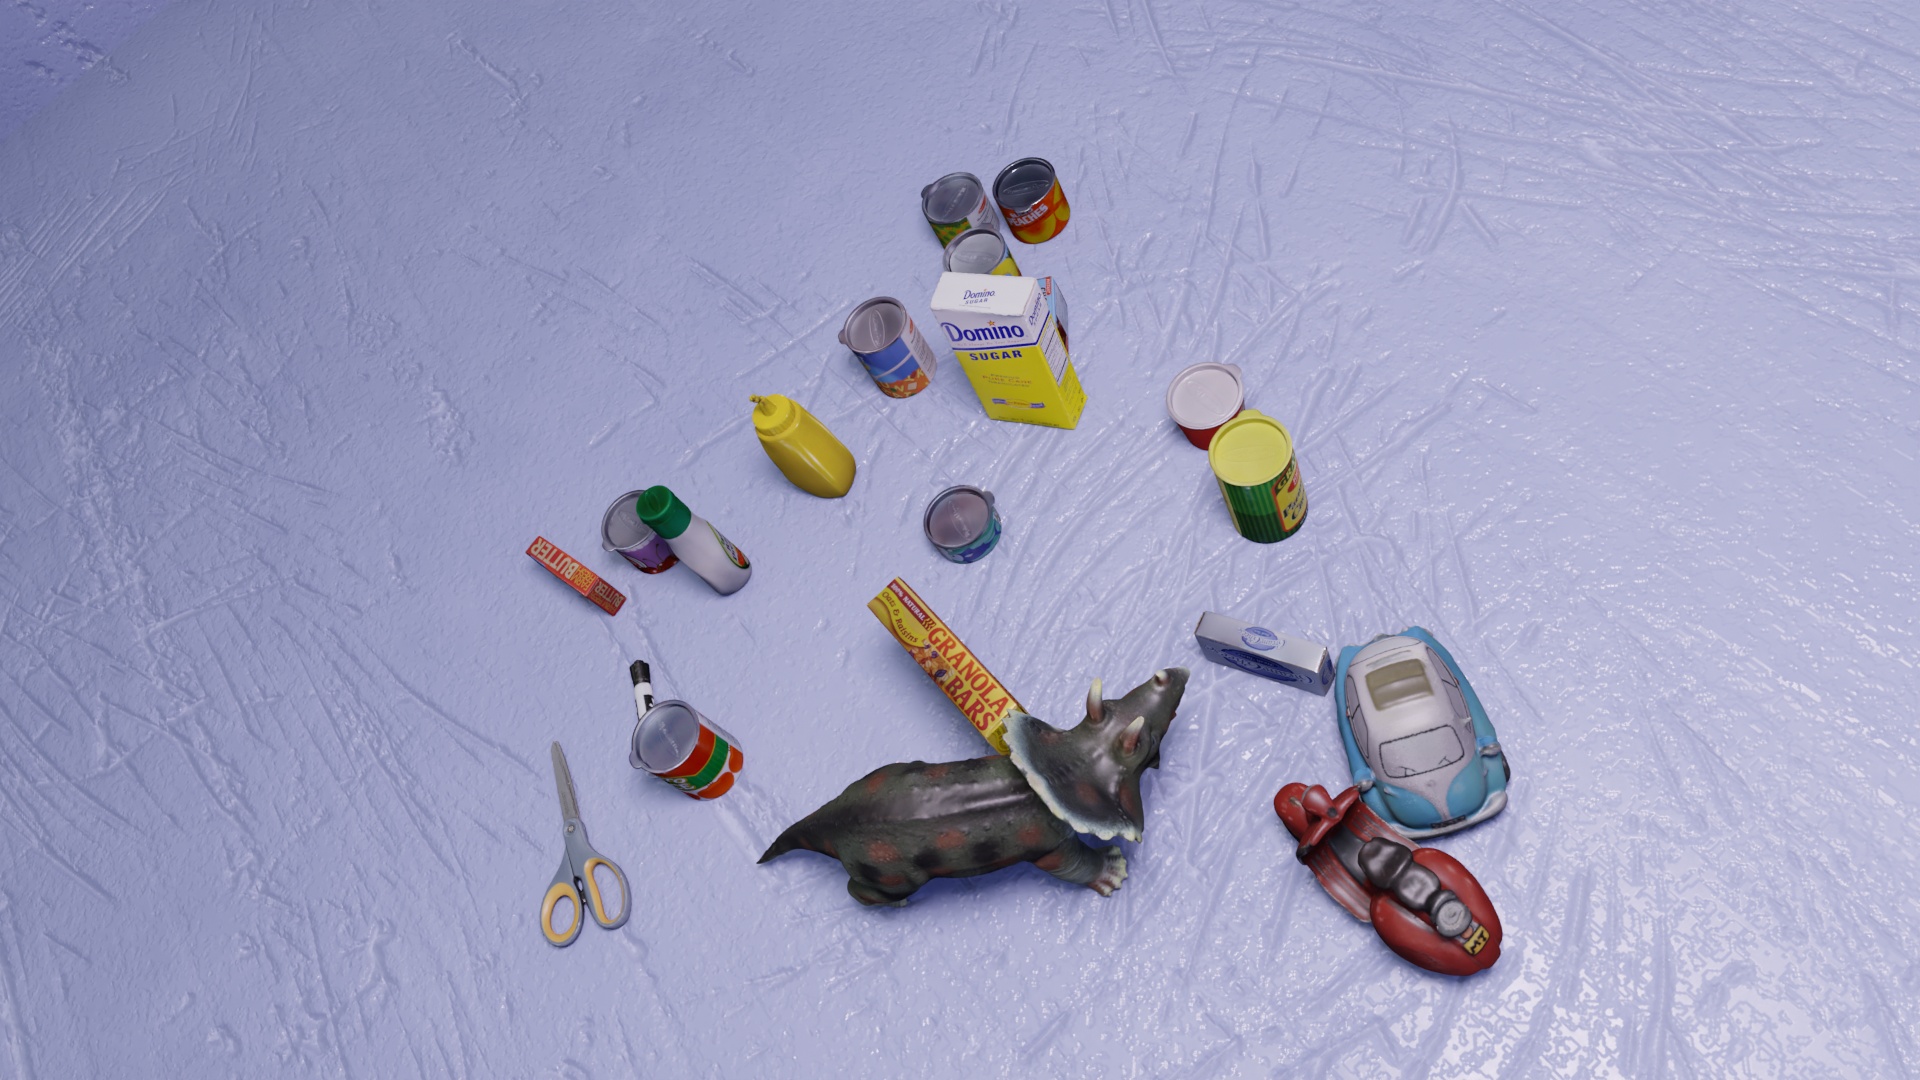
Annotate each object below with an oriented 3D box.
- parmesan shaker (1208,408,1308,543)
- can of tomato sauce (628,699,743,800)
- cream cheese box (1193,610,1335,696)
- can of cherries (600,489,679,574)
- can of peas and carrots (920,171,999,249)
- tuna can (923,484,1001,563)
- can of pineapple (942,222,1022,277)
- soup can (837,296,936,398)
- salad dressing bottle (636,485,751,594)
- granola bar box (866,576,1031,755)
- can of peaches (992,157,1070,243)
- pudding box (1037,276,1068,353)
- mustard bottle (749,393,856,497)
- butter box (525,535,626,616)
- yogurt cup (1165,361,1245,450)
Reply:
[{"bbox_3d":[0.247,-0.051,1.141,0.071,0.102,0.071,-10,59,17],"label":"parmesan shaker"},{"bbox_3d":[-0.240,0.187,1.220,0.071,0.083,0.071,-10,59,17],"label":"can of tomato sauce"},{"bbox_3d":[0.240,0.089,1.095,0.104,0.053,0.024,17,70,29],"label":"cream cheese box"},{"bbox_3d":[-0.313,-0.006,1.374,0.071,0.058,0.072,-10,59,17],"label":"can of cherries"},{"bbox_3d":[-0.001,-0.335,1.429,0.071,0.058,0.071,-10,59,17],"label":"can of peas and carrots"},{"bbox_3d":[0.005,-0.016,1.264,0.071,0.032,0.071,-10,59,17],"label":"tuna can"},{"bbox_3d":[0.024,-0.270,1.383,0.071,0.057,0.071,-10,59,17],"label":"can of pineapple"},{"bbox_3d":[-0.070,-0.187,1.360,0.071,0.083,0.071,-10,59,17],"label":"soup can"},{"bbox_3d":[-0.247,0.000,1.289,0.044,0.147,0.064,-37,55,0],"label":"salad dressing bottle"},{"bbox_3d":[0.005,0.115,1.135,0.039,0.124,0.166,-43,55,-4],"label":"granola bar box"},{"bbox_3d":[0.072,-0.341,1.403,0.071,0.058,0.071,-10,59,17],"label":"can of peaches"},{"bbox_3d":[0.083,-0.204,1.327,0.030,0.049,0.084,-10,59,18],"label":"pudding box"},{"bbox_3d":[-0.153,-0.095,1.296,0.065,0.159,0.049,8,66,26],"label":"mustard bottle"},{"bbox_3d":[-0.383,0.035,1.383,0.103,0.053,0.024,29,76,32],"label":"butter box"},{"bbox_3d":[0.219,-0.115,1.218,0.072,0.053,0.073,-10,59,17],"label":"yogurt cup"}]
